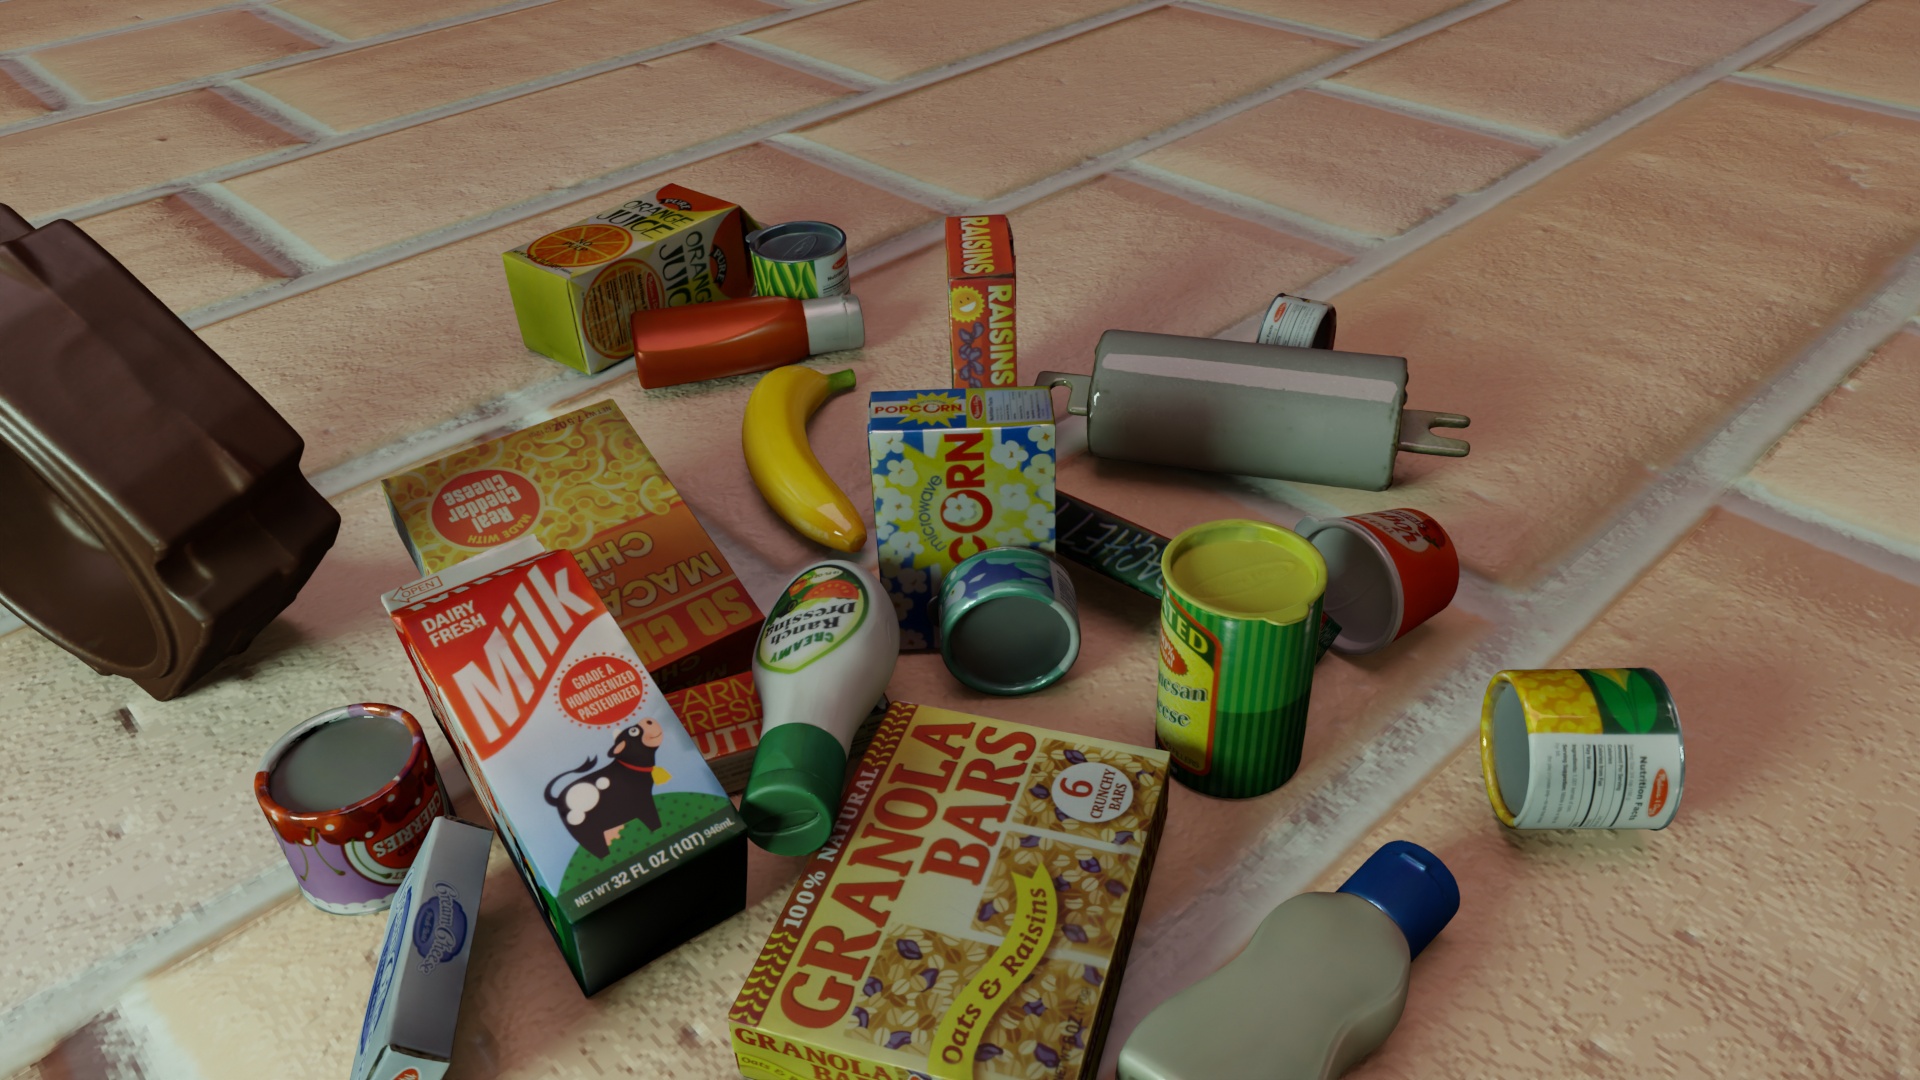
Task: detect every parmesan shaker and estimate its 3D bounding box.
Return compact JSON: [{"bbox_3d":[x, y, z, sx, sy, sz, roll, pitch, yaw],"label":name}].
[{"bbox_3d":[0.117,0.053,0.588,0.071,0.102,0.072,-2,35,1],"label":"parmesan shaker"}]

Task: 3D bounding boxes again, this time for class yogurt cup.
[{"bbox_3d":[0.201,0.016,0.668,0.054,0.072,0.072,-16,37,-31],"label":"yogurt cup"}]

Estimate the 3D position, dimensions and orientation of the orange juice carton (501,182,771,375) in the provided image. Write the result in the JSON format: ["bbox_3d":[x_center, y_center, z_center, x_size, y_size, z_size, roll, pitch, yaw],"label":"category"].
[{"bbox_3d":[-0.213,-0.193,0.971,0.072,0.072,0.194,24,43,31],"label":"orange juice carton"}]

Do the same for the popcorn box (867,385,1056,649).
[{"bbox_3d":[0.002,-0.008,0.659,0.085,0.126,0.038,-2,33,0],"label":"popcorn box"}]

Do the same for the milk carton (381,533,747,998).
[{"bbox_3d":[-0.163,0.075,0.556,0.072,0.073,0.191,-25,59,-26],"label":"milk carton"}]

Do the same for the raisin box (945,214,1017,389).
[{"bbox_3d":[0.013,-0.116,0.810,0.040,0.122,0.086,-3,36,0],"label":"raisin box"}]

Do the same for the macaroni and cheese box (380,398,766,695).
[{"bbox_3d":[-0.188,0.015,0.676,0.124,0.040,0.167,-25,58,-26],"label":"macaroni and cheese box"}]

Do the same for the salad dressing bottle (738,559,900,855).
[{"bbox_3d":[-0.060,0.066,0.579,0.064,0.043,0.148,-16,30,13],"label":"salad dressing bottle"}]

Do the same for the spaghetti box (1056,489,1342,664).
[{"bbox_3d":[0.070,0.000,0.705,0.250,0.050,0.028,26,89,33],"label":"spaghetti box"}]

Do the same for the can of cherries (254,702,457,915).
[{"bbox_3d":[-0.244,0.110,0.569,0.071,0.058,0.072,-2,36,2],"label":"can of cherries"}]

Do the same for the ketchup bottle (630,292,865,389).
[{"bbox_3d":[-0.139,-0.135,0.912,0.149,0.043,0.065,-10,37,-10],"label":"ketchup bottle"}]

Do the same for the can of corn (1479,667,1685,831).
[{"bbox_3d":[0.251,0.084,0.569,0.058,0.070,0.071,-1,36,3],"label":"can of corn"}]

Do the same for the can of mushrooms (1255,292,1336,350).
[{"bbox_3d":[0.204,-0.114,0.847,0.033,0.070,0.071,16,40,24],"label":"can of mushrooms"}]

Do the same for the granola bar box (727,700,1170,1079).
[{"bbox_3d":[0.004,0.139,0.530,0.124,0.038,0.166,9,38,16],"label":"granola bar box"}]

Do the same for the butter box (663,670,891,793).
[{"bbox_3d":[-0.086,0.082,0.626,0.104,0.024,0.053,-14,37,-16],"label":"butter box"}]

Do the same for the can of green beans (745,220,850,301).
[{"bbox_3d":[-0.109,-0.181,0.961,0.071,0.057,0.071,-2,36,1],"label":"can of green beans"}]

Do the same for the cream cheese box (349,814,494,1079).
[{"bbox_3d":[-0.197,0.157,0.505,0.024,0.053,0.104,23,29,-23],"label":"cream cheese box"}]

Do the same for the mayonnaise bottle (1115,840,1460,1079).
[{"bbox_3d":[0.124,0.161,0.492,0.149,0.041,0.065,-30,45,-34],"label":"mayonnaise bottle"}]

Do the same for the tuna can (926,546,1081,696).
[{"bbox_3d":[0.020,0.039,0.645,0.071,0.070,0.033,-3,36,-1],"label":"tuna can"}]
